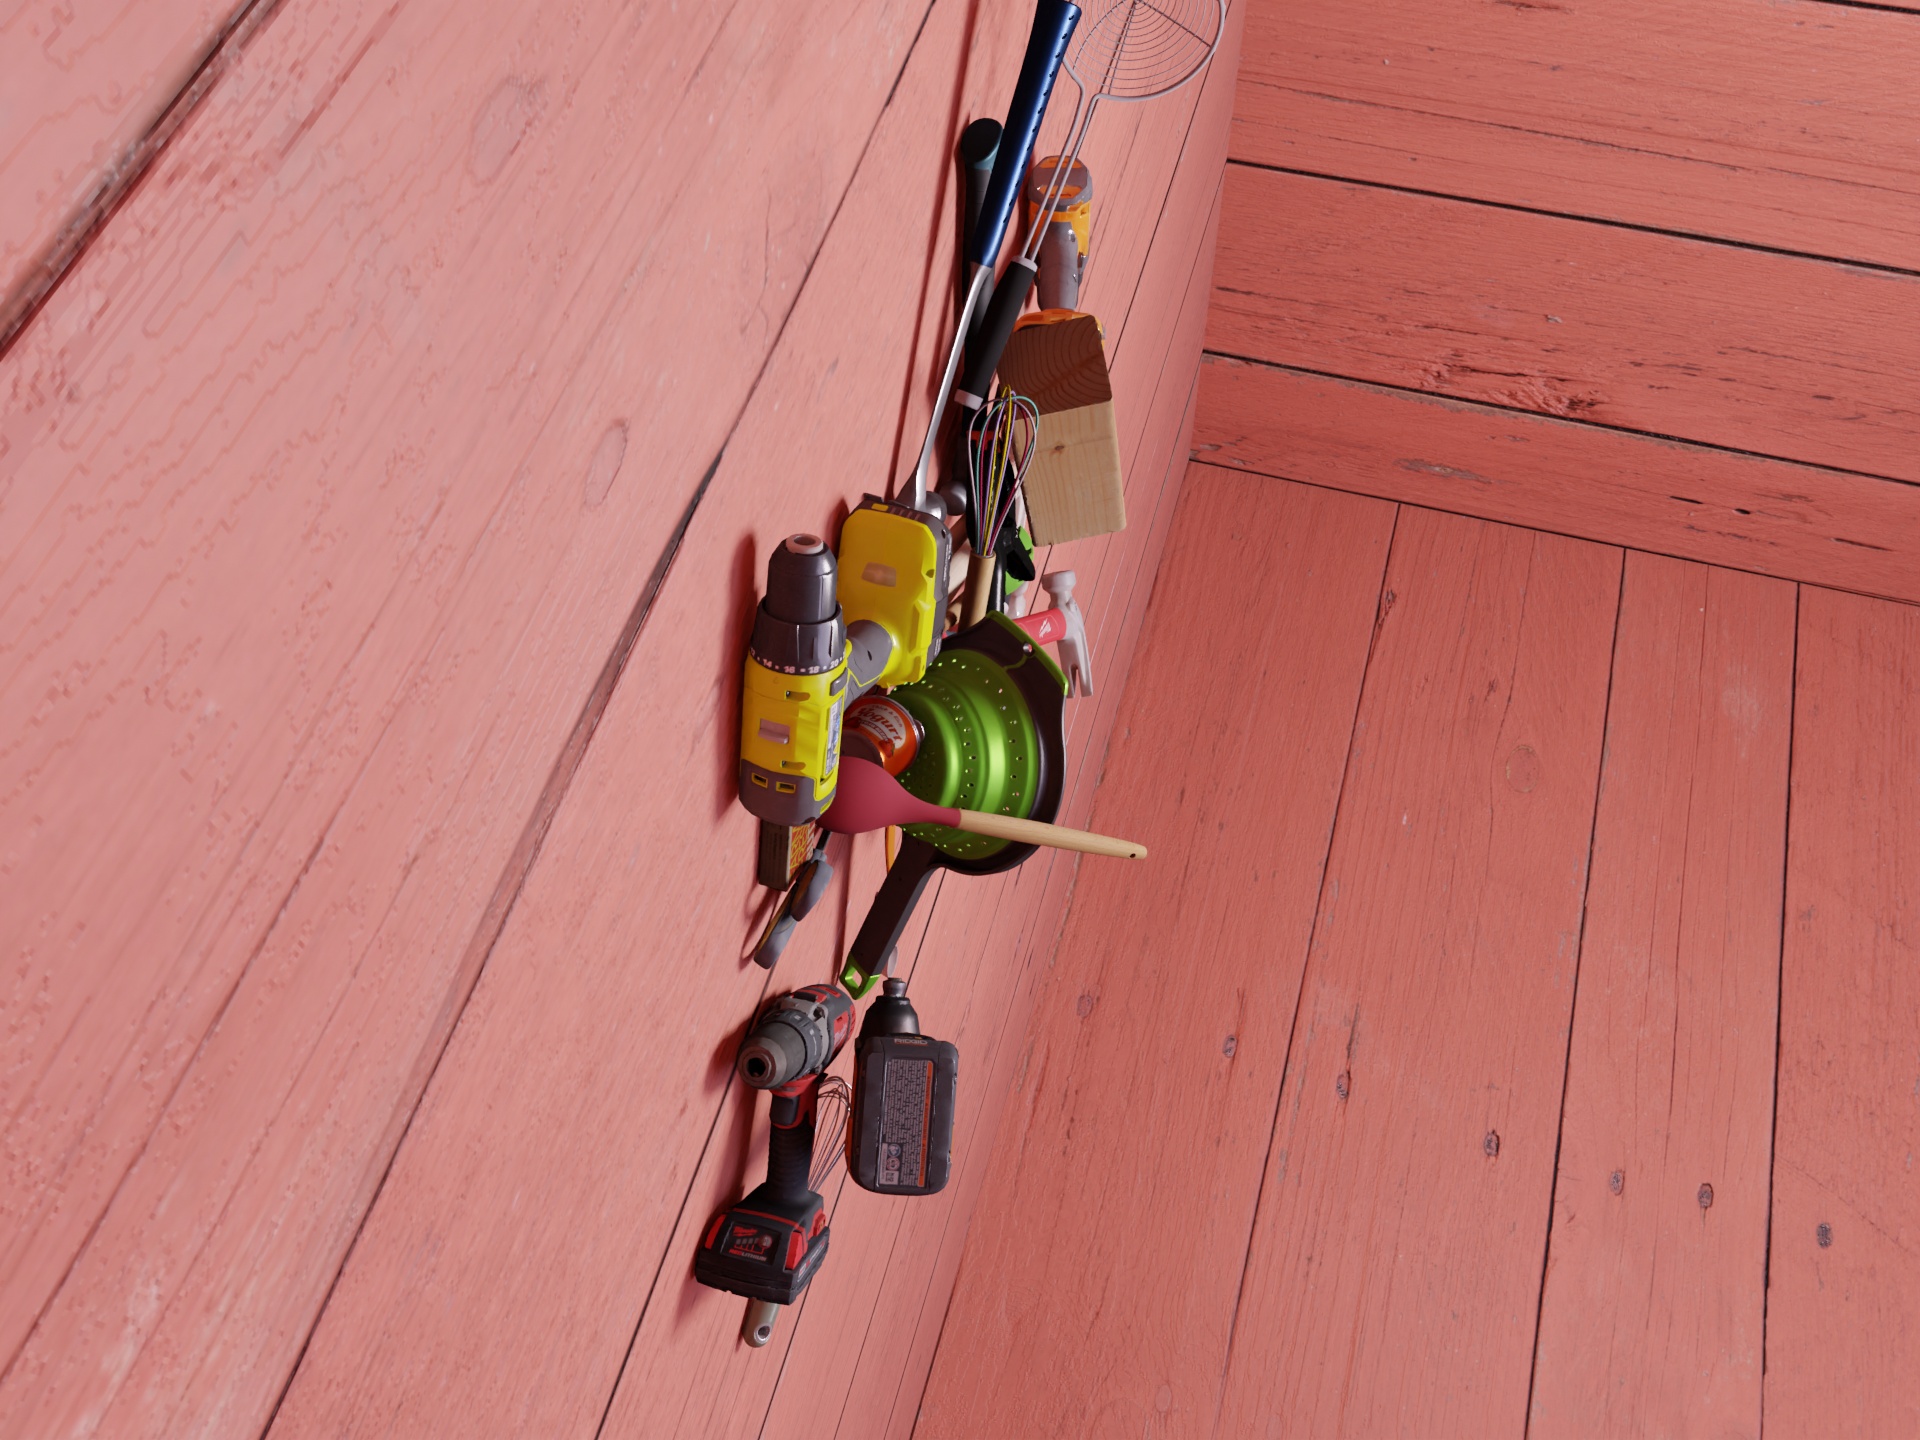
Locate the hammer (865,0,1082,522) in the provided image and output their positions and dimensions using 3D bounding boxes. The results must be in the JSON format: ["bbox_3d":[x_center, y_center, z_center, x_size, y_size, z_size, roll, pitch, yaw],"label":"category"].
[{"bbox_3d":[0.012,-0.333,1.198,0.144,0.035,0.405,-36,145,-74],"label":"hammer"}]

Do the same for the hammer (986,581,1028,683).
[{"bbox_3d":[0.018,-0.014,1.759,0.130,0.031,0.331,91,17,-49],"label":"hammer"}]

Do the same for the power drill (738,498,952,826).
[{"bbox_3d":[-0.079,-0.062,1.063,0.229,0.080,0.190,-55,157,-57],"label":"power drill"}]

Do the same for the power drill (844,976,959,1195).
[{"bbox_3d":[-0.055,0.301,1.325,0.226,0.084,0.164,140,-45,-80],"label":"power drill"}]

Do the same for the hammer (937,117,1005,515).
[{"bbox_3d":[0.014,-0.336,1.327,0.330,0.033,0.128,92,16,-47],"label":"hammer"}]

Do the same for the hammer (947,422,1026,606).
[{"bbox_3d":[0.006,-0.154,1.508,0.411,0.038,0.146,-61,162,-56],"label":"hammer"}]

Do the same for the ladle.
[{"bbox_3d":[0.017,0.080,1.227,0.069,0.315,0.031,-59,-145,29],"label":"ladle"}]

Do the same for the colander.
[{"bbox_3d":[-0.049,0.094,1.340,0.094,0.205,0.397,-5,131,-43],"label":"colander"}]

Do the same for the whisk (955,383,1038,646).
[{"bbox_3d":[0.023,-0.159,1.302,0.051,0.047,0.244,-14,129,-32],"label":"whisk"}]

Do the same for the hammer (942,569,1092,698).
[{"bbox_3d":[0.050,-0.068,1.611,0.386,0.038,0.143,-21,102,-65],"label":"hammer"}]

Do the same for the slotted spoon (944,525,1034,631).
[{"bbox_3d":[0.025,-0.125,1.482,0.314,0.031,0.070,-48,152,-67],"label":"slotted spoon"}]

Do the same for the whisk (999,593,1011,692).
[{"bbox_3d":[0.031,-0.090,1.689,0.070,0.070,0.285,86,14,-58],"label":"whisk"}]

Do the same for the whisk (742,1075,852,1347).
[{"bbox_3d":[-0.147,0.438,1.423,0.057,0.059,0.246,23,81,-35],"label":"whisk"}]

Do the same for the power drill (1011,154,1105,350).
[{"bbox_3d":[0.091,-0.383,1.491,0.185,0.084,0.226,86,6,-64],"label":"power drill"}]

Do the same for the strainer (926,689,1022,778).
[{"bbox_3d":[-0.002,-0.005,1.510,0.256,0.151,0.069,71,-5,-60],"label":"strainer"}]

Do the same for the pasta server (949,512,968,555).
[{"bbox_3d":[-0.015,-0.135,1.354,0.316,0.040,0.060,-55,146,-53],"label":"pasta server"}]

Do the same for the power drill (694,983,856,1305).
[{"bbox_3d":[-0.141,0.322,1.217,0.188,0.080,0.226,-4,104,-80],"label":"power drill"}]

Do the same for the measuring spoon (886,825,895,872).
[{"bbox_3d":[-0.064,0.128,1.550,0.116,0.011,0.021,92,15,-47],"label":"measuring spoon"}]

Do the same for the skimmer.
[{"bbox_3d":[0.086,-0.410,1.235,0.090,0.127,0.363,37,-73,55],"label":"skimmer"}]

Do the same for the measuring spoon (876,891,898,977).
[{"bbox_3d":[-0.079,0.211,1.583,0.124,0.018,0.034,83,21,-43],"label":"measuring spoon"}]
